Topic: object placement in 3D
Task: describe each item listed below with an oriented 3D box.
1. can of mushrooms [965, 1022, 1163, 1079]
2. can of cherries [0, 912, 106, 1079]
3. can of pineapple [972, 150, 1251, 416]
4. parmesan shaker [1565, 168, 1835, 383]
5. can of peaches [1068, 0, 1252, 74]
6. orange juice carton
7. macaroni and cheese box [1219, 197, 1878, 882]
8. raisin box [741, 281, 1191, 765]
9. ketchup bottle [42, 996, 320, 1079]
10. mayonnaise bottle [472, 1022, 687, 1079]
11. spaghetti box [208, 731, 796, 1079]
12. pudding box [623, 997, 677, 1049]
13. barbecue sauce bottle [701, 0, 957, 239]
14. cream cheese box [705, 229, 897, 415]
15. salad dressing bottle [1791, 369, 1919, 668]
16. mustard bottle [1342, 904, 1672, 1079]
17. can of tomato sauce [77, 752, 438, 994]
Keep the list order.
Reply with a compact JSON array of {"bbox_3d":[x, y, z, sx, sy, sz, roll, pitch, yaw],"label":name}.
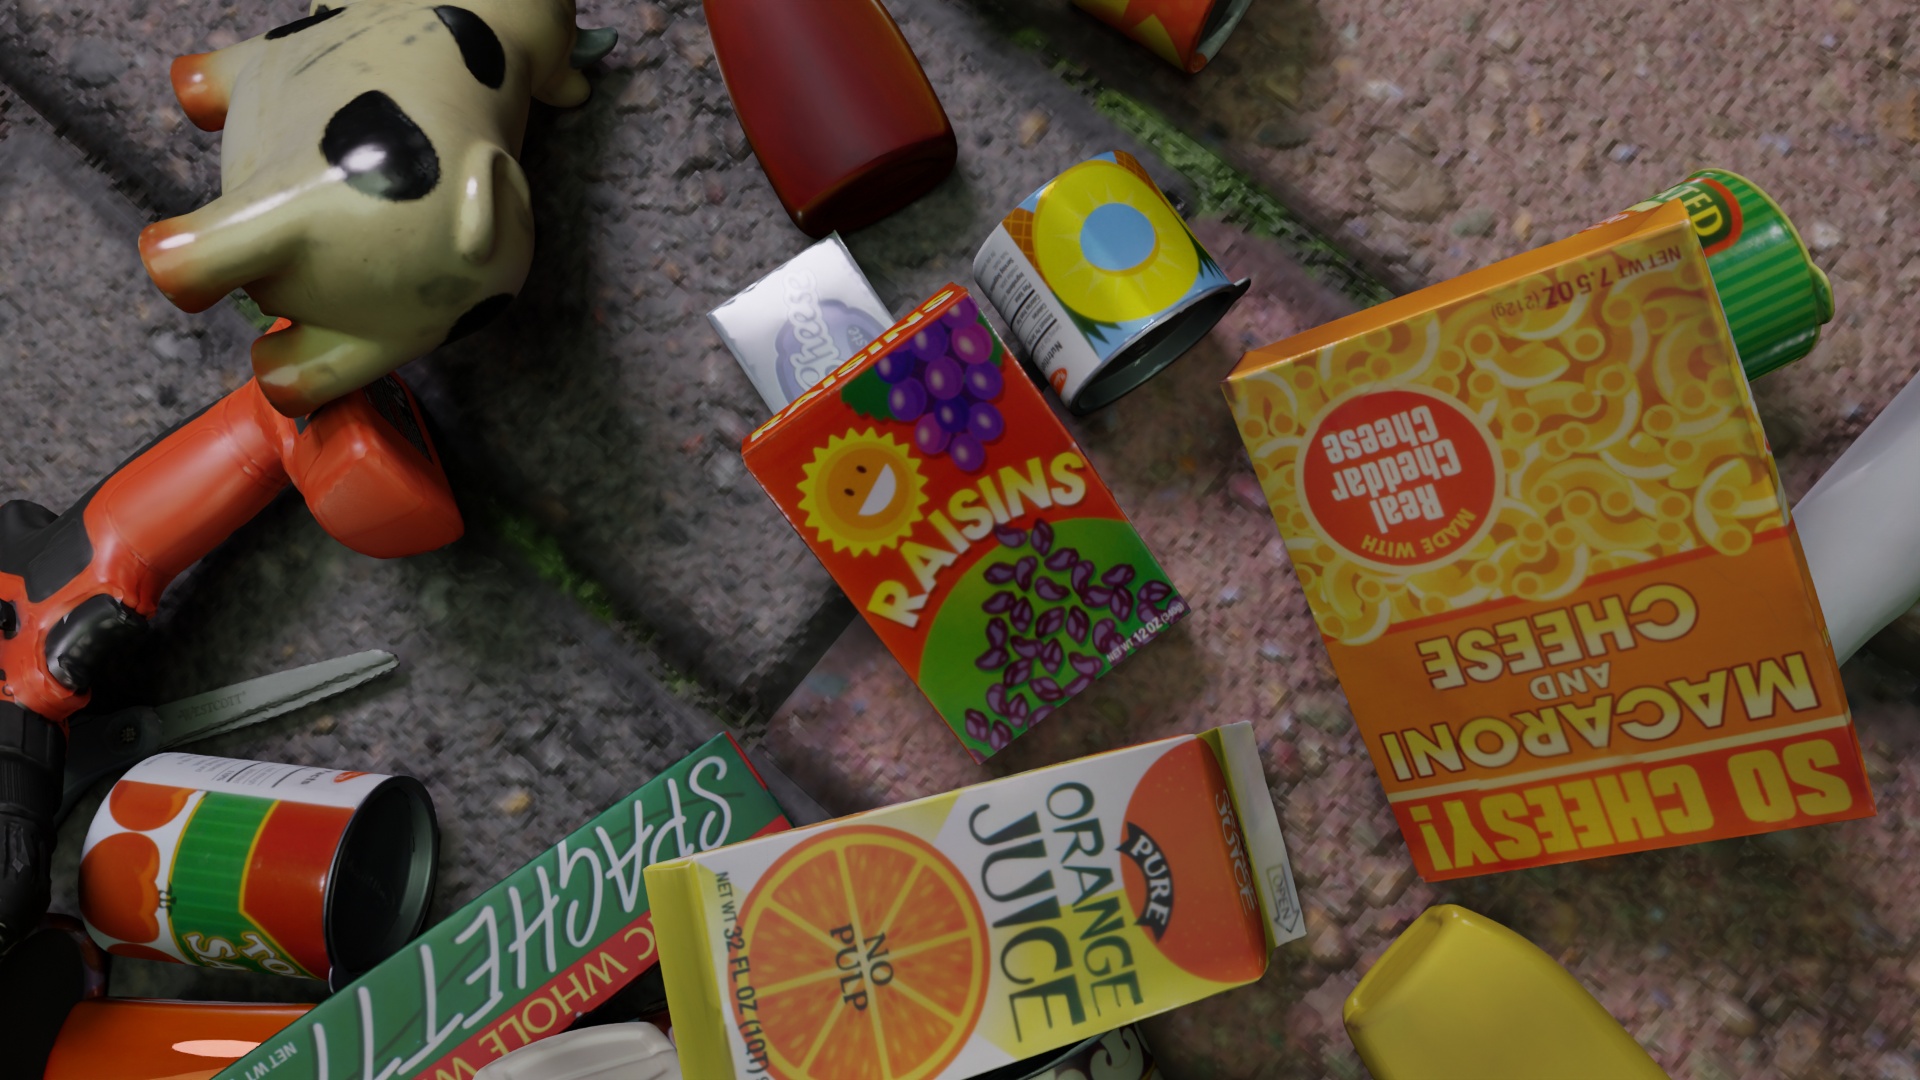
[{"bbox_3d":[0.026,0.167,0.414,0.071,0.071,0.033,-24,83,2],"label":"can of mushrooms"},{"bbox_3d":[-0.327,0.154,0.454,0.058,0.071,0.071,2,83,5],"label":"can of cherries"},{"bbox_3d":[0.048,-0.083,0.449,0.071,0.071,0.058,-35,80,0],"label":"can of pineapple"},{"bbox_3d":[0.197,-0.062,0.429,0.103,0.071,0.071,-26,81,1],"label":"parmesan shaker"},{"bbox_3d":[0.070,-0.199,0.461,0.058,0.071,0.071,34,87,8],"label":"can of peaches"},{"bbox_3d":[0.015,0.105,0.403,0.193,0.073,0.072,-9,80,-24],"label":"orange juice carton"},{"bbox_3d":[0.163,0.007,0.390,0.123,0.040,0.166,-18,103,29],"label":"macaroni and cheese box"},{"bbox_3d":[0.002,-0.005,0.435,0.086,0.040,0.123,-36,104,1],"label":"raisin box"},{"bbox_3d":[-0.200,0.171,0.441,0.149,0.064,0.044,2,55,-3],"label":"ketchup bottle"},{"bbox_3d":[-0.121,0.217,0.411,0.041,0.065,0.147,32,115,45],"label":"mayonnaise bottle"},{"bbox_3d":[-0.158,0.147,0.412,0.251,0.028,0.050,-34,80,-22],"label":"spaghetti box"},{"bbox_3d":[-0.071,0.184,0.441,0.049,0.030,0.084,-17,81,4],"label":"pudding box"},{"bbox_3d":[-0.060,-0.182,0.485,0.065,0.043,0.148,-28,80,1],"label":"barbecue sauce bottle"},{"bbox_3d":[-0.036,-0.049,0.473,0.053,0.024,0.104,-35,80,0],"label":"cream cheese box"},{"bbox_3d":[0.271,0.004,0.421,0.044,0.064,0.147,43,96,22],"label":"salad dressing bottle"},{"bbox_3d":[0.189,0.181,0.408,0.160,0.049,0.065,44,89,9],"label":"mustard bottle"},{"bbox_3d":[-0.224,0.107,0.448,0.083,0.071,0.071,5,83,7],"label":"can of tomato sauce"}]
